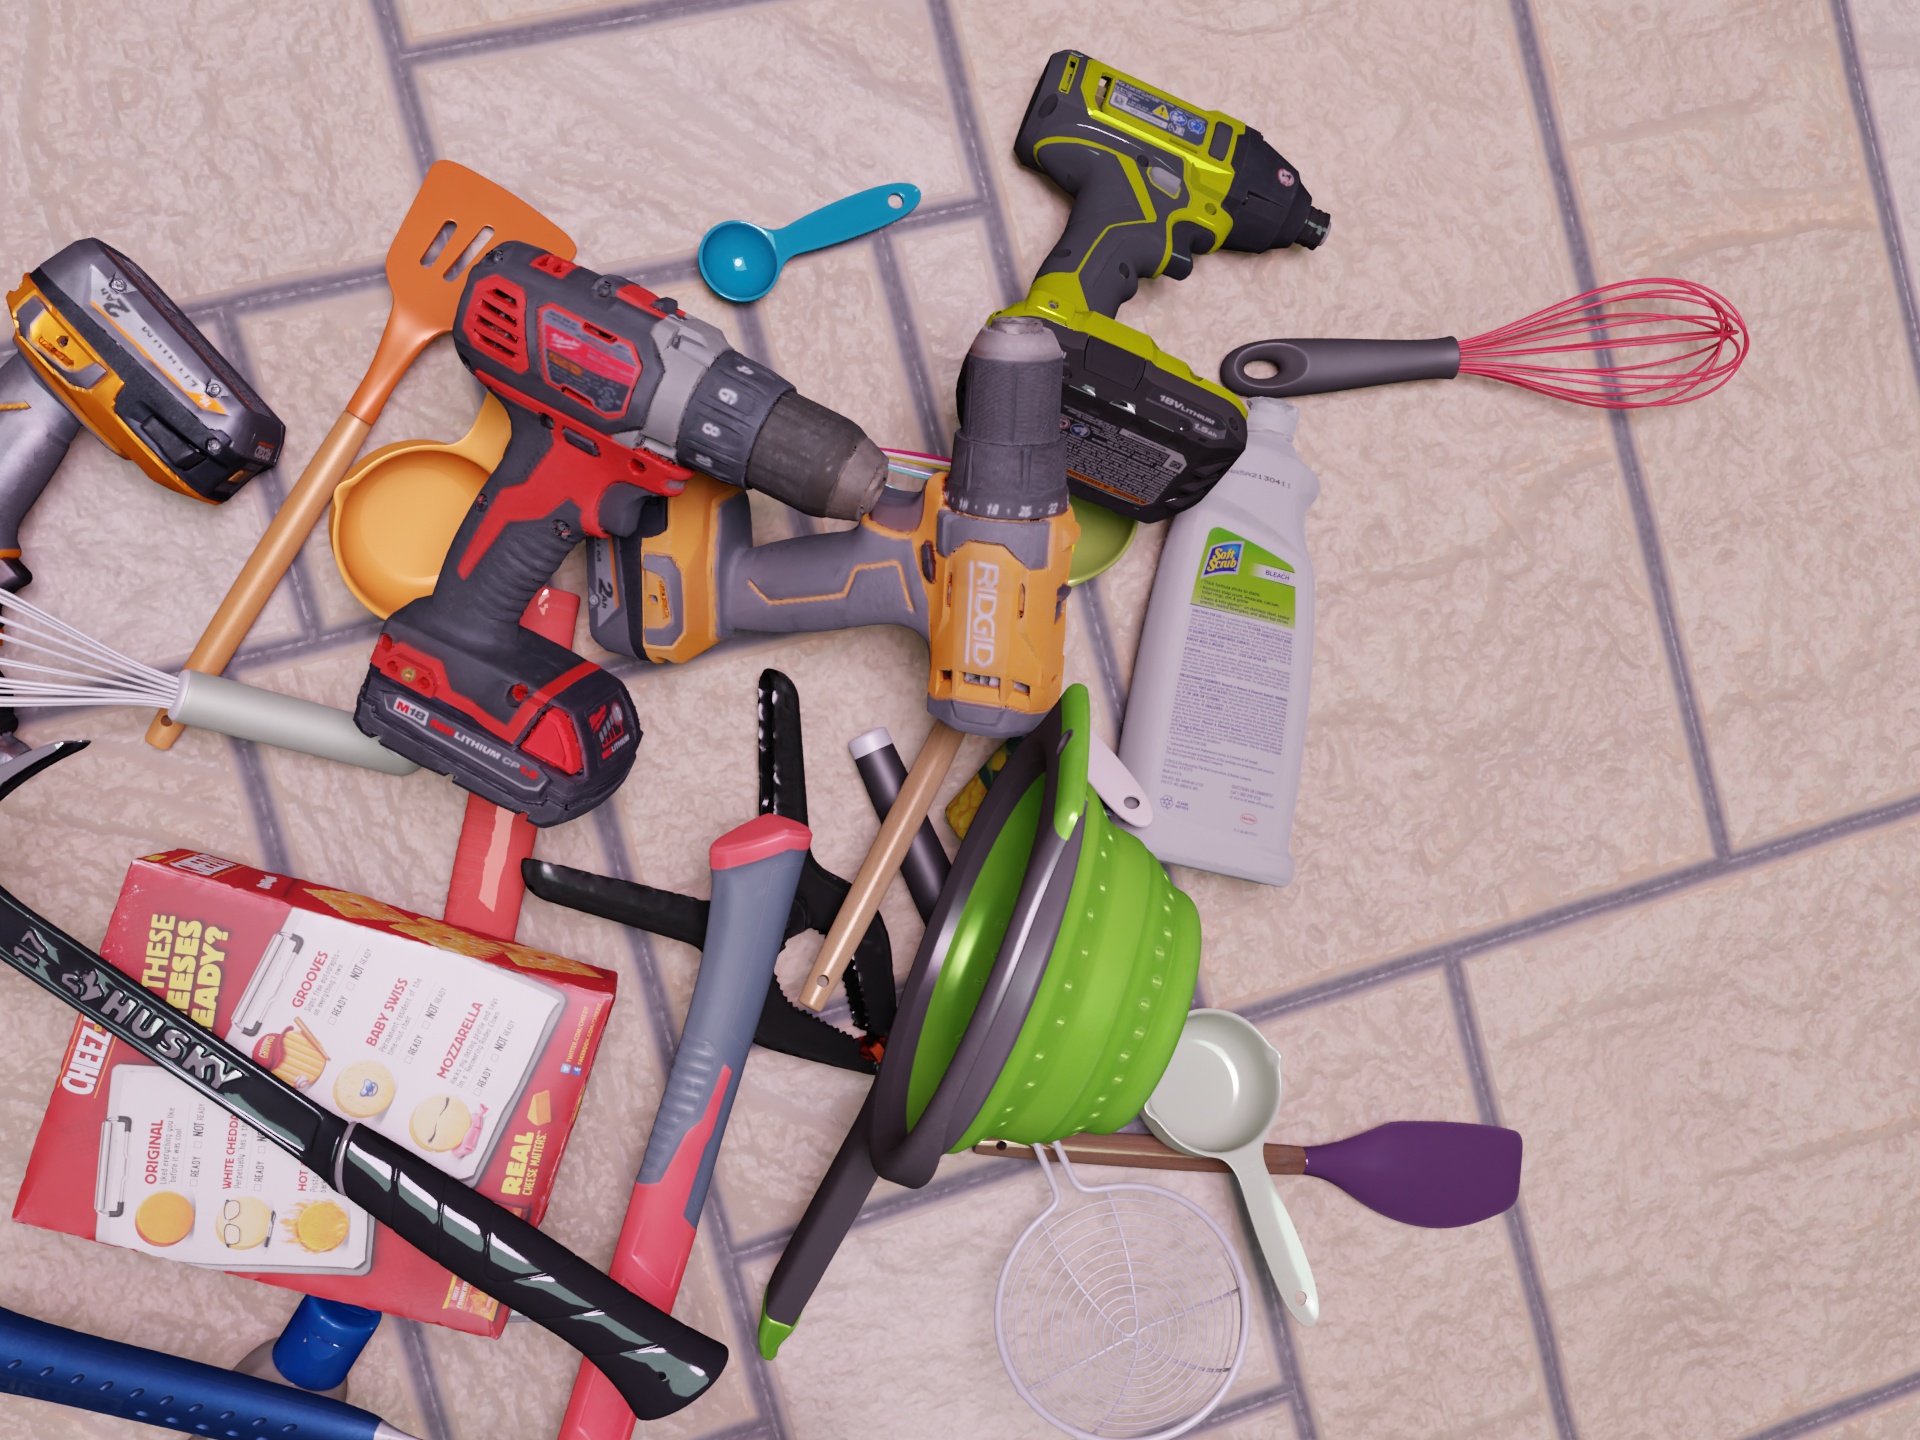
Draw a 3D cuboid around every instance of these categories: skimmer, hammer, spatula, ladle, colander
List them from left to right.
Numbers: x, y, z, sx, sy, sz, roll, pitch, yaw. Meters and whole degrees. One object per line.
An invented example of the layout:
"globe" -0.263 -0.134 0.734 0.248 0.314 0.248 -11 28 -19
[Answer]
"hammer" -0.271 0.169 0.671 0.409 0.036 0.149 37 85 -8
"spatula" -0.305 -0.126 0.780 0.081 0.041 0.322 32 89 -10
"hammer" -0.244 0.323 0.697 0.405 0.035 0.144 14 126 0
"hammer" -0.230 0.112 0.786 0.149 0.037 0.359 12 88 -10
"hammer" -0.127 0.235 0.769 0.143 0.038 0.386 16 94 -22
"ladle" -0.001 -0.003 0.793 0.078 0.062 0.320 27 76 -2
"colander" 0.009 0.175 0.723 0.094 0.205 0.397 22 120 -7
"skimmer" 0.026 0.171 0.790 0.127 0.090 0.363 -24 88 -2
"spatula" 0.161 0.240 0.865 0.316 0.018 0.060 7 88 -10

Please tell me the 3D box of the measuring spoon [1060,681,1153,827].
"measuring spoon" 0.061 0.006 0.814 0.034 0.018 0.124 -28 59 -16

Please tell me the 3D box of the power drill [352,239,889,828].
"power drill" -0.149 -0.069 0.687 0.188 0.080 0.226 27 111 3

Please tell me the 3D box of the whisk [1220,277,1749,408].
"whisk" 0.288 -0.201 0.873 0.296 0.073 0.073 -5 91 -4

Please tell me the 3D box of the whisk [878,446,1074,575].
"whisk" -0.058 -0.126 0.783 0.245 0.051 0.047 23 90 9

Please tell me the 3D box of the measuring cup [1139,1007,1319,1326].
"measuring cup" 0.145 0.234 0.835 0.083 0.038 0.168 -18 79 -18

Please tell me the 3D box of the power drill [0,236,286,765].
"power drill" -0.428 -0.091 0.729 0.226 0.084 0.164 -41 99 -4

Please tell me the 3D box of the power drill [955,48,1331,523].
"power drill" 0.095 -0.219 0.797 0.171 0.080 0.223 21 63 -9

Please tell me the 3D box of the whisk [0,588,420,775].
"whisk" -0.362 -0.013 0.719 0.246 0.059 0.058 19 50 -35

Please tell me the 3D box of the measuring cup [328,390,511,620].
"measuring cup" -0.237 -0.128 0.764 0.095 0.052 0.173 29 89 -30

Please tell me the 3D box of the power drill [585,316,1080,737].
"power drill" -0.056 -0.098 0.731 0.226 0.084 0.185 10 114 15

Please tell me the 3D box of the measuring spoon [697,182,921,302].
"measuring spoon" -0.078 -0.251 0.827 0.128 0.021 0.042 -27 94 -18
